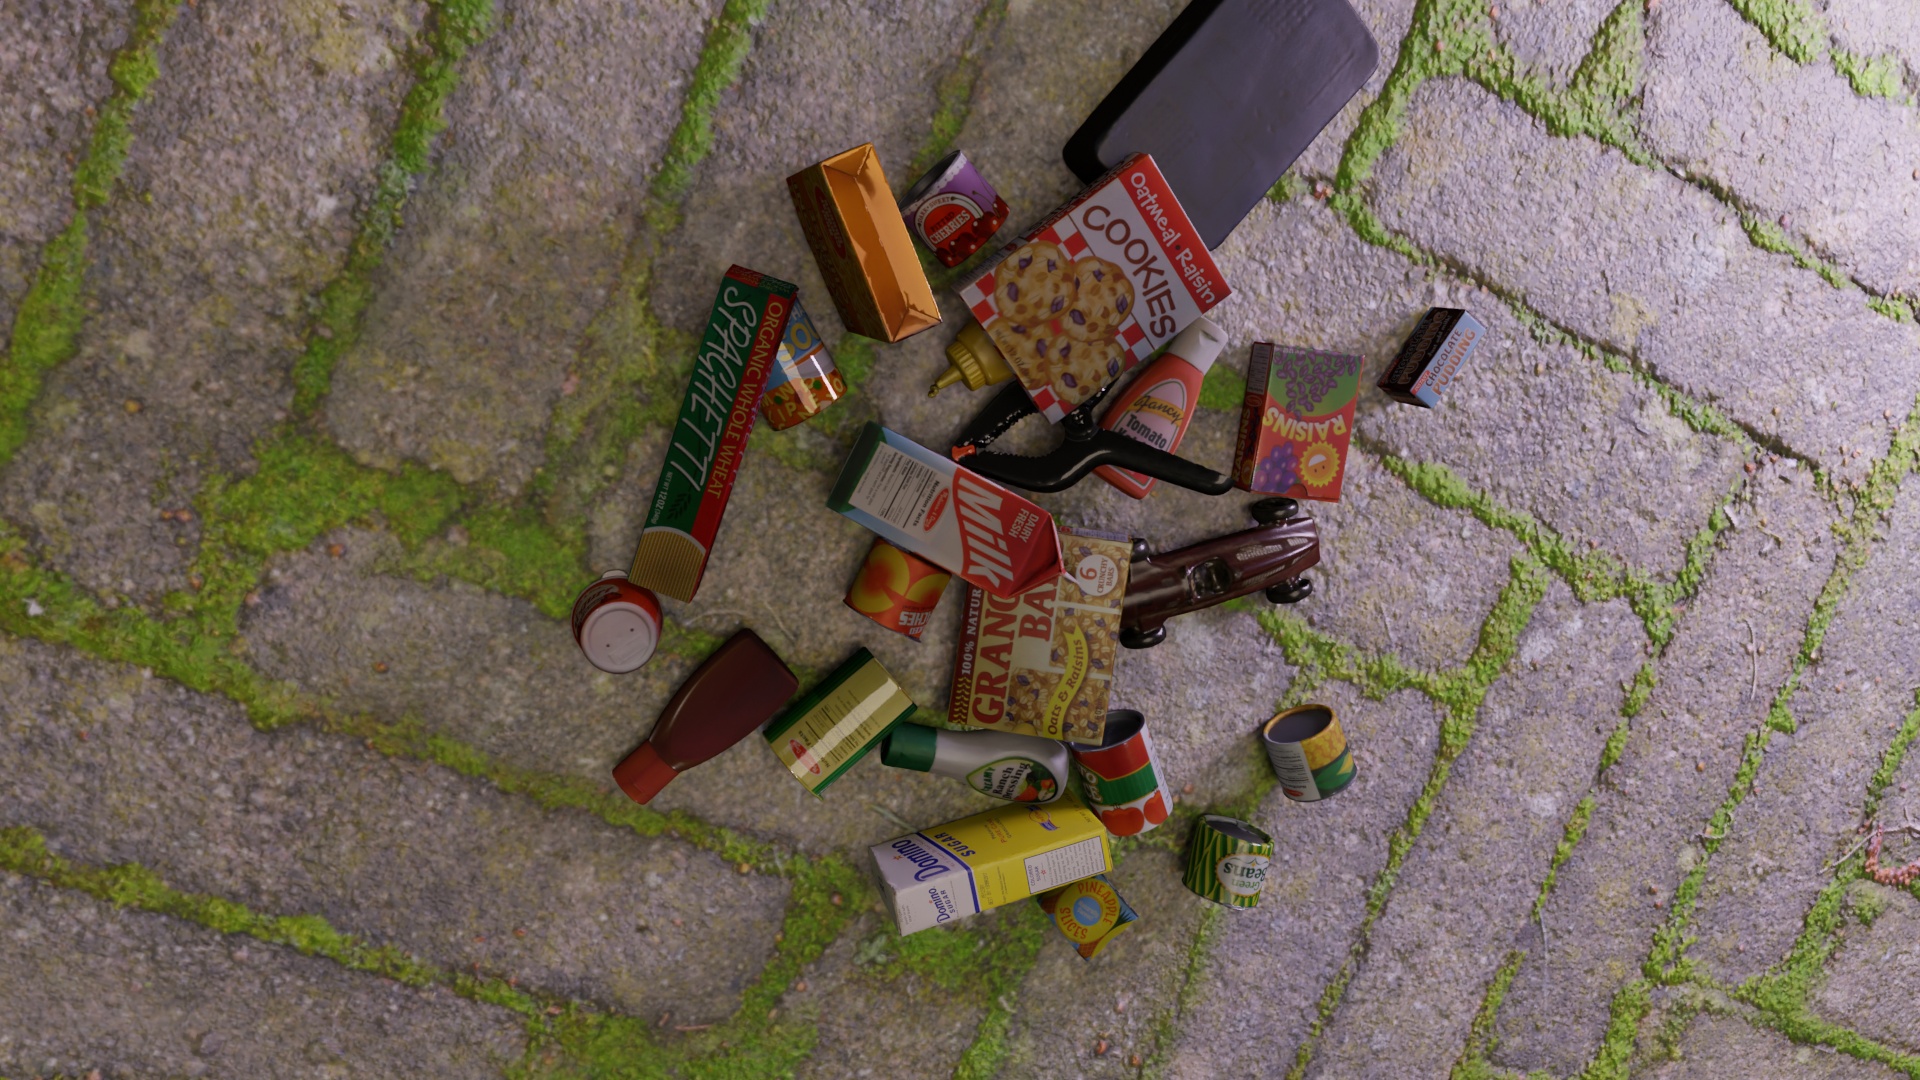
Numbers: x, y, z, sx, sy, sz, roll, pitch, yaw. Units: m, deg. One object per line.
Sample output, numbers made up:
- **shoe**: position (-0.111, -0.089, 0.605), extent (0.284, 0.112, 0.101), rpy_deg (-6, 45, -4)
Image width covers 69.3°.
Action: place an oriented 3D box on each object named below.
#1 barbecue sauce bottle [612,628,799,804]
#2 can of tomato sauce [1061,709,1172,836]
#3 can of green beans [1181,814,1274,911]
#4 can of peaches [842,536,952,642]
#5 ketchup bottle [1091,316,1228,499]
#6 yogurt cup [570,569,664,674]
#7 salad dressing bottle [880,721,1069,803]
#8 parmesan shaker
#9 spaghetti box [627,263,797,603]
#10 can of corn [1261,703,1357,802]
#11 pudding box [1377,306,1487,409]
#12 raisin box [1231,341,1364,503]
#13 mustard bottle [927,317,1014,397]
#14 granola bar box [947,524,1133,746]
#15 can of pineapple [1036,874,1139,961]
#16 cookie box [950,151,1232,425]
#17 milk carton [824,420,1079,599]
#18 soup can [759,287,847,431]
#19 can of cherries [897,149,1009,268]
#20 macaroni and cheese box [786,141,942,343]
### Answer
- **barbecue sauce bottle**: position (-0.196, 0.137, 1.051), extent (0.148, 0.044, 0.064), rpy_deg (-42, 108, -4)
- **can of tomato sauce**: position (0.130, 0.191, 1.141), extent (0.071, 0.071, 0.083), rpy_deg (-23, 106, -10)
- **can of green beans**: position (0.228, 0.273, 1.184), extent (0.071, 0.071, 0.057), rpy_deg (13, 97, -18)
- **can of peaches**: position (-0.046, 0.037, 1.061), extent (0.071, 0.071, 0.058), rpy_deg (27, 92, -19)
- **ketchup bottle**: position (0.158, -0.109, 1.105), extent (0.065, 0.043, 0.149), rpy_deg (33, 89, -10)
- **yogurt cup**: position (-0.250, 0.064, 1.016), extent (0.072, 0.054, 0.072), rpy_deg (-3, 102, -15)
- **salad dressing bottle**: position (0.011, 0.174, 1.113), extent (0.148, 0.044, 0.064), rpy_deg (12, 129, -12)
- **parmesan shaker**: position (-0.090, 0.141, 1.069), extent (0.103, 0.071, 0.071), rpy_deg (-40, 108, -6)
- **spaghetti box**: position (-0.177, -0.071, 0.983), extent (0.050, 0.029, 0.249), rpy_deg (20, 112, -5)
- **can of corn**: position (0.300, 0.179, 1.188), extent (0.071, 0.071, 0.058), rpy_deg (-27, 106, -9)
- **pudding box**: position (0.394, -0.153, 1.161), extent (0.030, 0.050, 0.083), rpy_deg (35, 90, -21)
- **raisin box**: position (0.277, -0.098, 1.144), extent (0.086, 0.040, 0.123), rpy_deg (5, 99, -18)
- **mustard bottle**: position (0.038, -0.158, 1.060), extent (0.160, 0.049, 0.065), rpy_deg (-34, 106, -6)
- **granola bar box**: position (0.062, 0.070, 1.093), extent (0.124, 0.039, 0.165), rpy_deg (8, 98, 4)
- **can of pineapple**: position (0.105, 0.306, 1.154), extent (0.058, 0.071, 0.071), rpy_deg (-41, 108, -5)
- **cookie box**: position (0.097, -0.184, 1.014), extent (0.167, 0.040, 0.122), rpy_deg (-36, 112, 1)
- **milk carton**: position (0.004, -0.013, 1.031), extent (0.191, 0.072, 0.073), rpy_deg (28, 92, 4)
- **soup can**: position (-0.127, -0.132, 1.006), extent (0.071, 0.071, 0.083), rpy_deg (-32, 108, -8)
- **can of cherries**: position (-0.006, -0.241, 1.020), extent (0.071, 0.071, 0.058), rpy_deg (-46, 109, -4)
- **macaroni and cheese box**: position (-0.071, -0.203, 0.958), extent (0.040, 0.166, 0.123), rpy_deg (-24, 106, -10)
